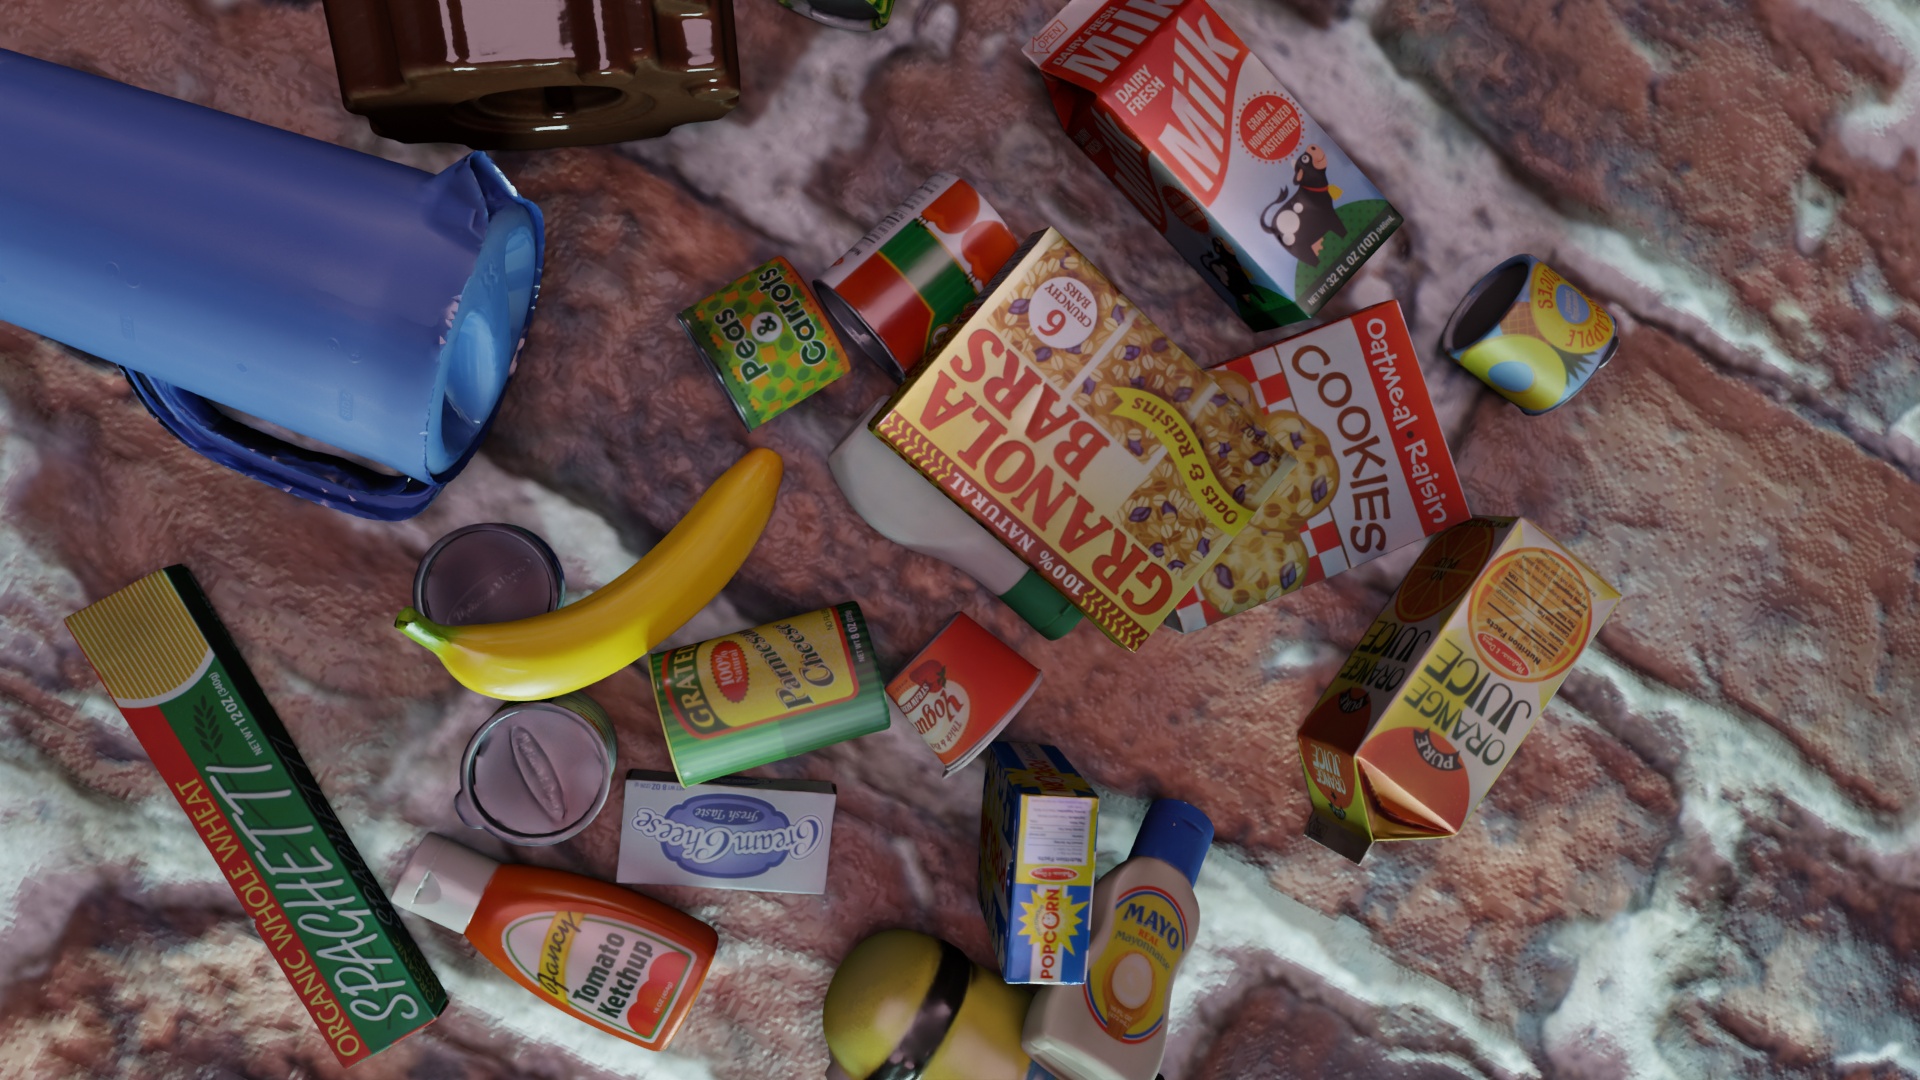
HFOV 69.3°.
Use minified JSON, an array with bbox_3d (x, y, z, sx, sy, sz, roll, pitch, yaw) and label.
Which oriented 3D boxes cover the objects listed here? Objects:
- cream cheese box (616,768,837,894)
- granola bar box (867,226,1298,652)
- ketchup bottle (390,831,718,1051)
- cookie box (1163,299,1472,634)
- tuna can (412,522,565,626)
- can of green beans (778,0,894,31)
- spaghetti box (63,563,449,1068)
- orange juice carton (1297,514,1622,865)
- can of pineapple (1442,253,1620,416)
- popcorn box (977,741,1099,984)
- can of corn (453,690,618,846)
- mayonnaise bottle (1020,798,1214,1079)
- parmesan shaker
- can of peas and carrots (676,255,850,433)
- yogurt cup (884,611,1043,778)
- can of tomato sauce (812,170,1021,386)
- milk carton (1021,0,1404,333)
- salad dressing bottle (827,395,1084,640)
[{"bbox_3d":[-0.116,0.145,0.690,0.104,0.024,0.053,5,92,-9],"label":"cream cheese box"},{"bbox_3d":[0.058,-0.046,0.658,0.165,0.039,0.124,41,88,-14],"label":"granola bar box"},{"bbox_3d":[-0.196,0.187,0.668,0.149,0.043,0.064,27,92,-9],"label":"ketchup bottle"},{"bbox_3d":[0.167,-0.039,0.724,0.168,0.040,0.123,-21,95,-7],"label":"cookie box"},{"bbox_3d":[-0.222,0.026,0.664,0.071,0.033,0.071,0,92,-9],"label":"tuna can"},{"bbox_3d":[-0.058,-0.285,0.665,0.071,0.071,0.058,17,90,-10],"label":"can of green beans"},{"bbox_3d":[-0.326,0.130,0.652,0.050,0.028,0.249,-29,96,-7],"label":"spaghetti box"},{"bbox_3d":[0.247,0.082,0.725,0.073,0.072,0.193,37,86,-9],"label":"orange juice carton"},{"bbox_3d":[0.299,-0.109,0.729,0.058,0.071,0.071,34,87,-9],"label":"can of pineapple"},{"bbox_3d":[0.034,0.149,0.663,0.038,0.126,0.085,5,91,-5],"label":"popcorn box"},{"bbox_3d":[-0.199,0.106,0.657,0.071,0.058,0.071,0,92,-10],"label":"can of corn"},{"bbox_3d":[0.085,0.195,0.681,0.065,0.041,0.149,34,52,-3],"label":"mayonnaise bottle"},{"bbox_3d":[-0.092,0.071,0.672,0.103,0.071,0.071,-15,95,-9],"label":"parmesan shaker"},{"bbox_3d":[-0.094,-0.095,0.663,0.059,0.071,0.071,-32,97,-7],"label":"can of peas and carrots"},{"bbox_3d":[0.000,0.072,0.688,0.054,0.072,0.072,44,85,0],"label":"yogurt cup"},{"bbox_3d":[-0.018,-0.127,0.677,0.083,0.071,0.071,-43,98,-6],"label":"can of tomato sauce"},{"bbox_3d":[0.120,-0.198,0.694,0.072,0.073,0.190,-45,98,-5],"label":"milk carton"},{"bbox_3d":[0.002,-0.009,0.696,0.147,0.044,0.064,41,83,-10],"label":"salad dressing bottle"}]
